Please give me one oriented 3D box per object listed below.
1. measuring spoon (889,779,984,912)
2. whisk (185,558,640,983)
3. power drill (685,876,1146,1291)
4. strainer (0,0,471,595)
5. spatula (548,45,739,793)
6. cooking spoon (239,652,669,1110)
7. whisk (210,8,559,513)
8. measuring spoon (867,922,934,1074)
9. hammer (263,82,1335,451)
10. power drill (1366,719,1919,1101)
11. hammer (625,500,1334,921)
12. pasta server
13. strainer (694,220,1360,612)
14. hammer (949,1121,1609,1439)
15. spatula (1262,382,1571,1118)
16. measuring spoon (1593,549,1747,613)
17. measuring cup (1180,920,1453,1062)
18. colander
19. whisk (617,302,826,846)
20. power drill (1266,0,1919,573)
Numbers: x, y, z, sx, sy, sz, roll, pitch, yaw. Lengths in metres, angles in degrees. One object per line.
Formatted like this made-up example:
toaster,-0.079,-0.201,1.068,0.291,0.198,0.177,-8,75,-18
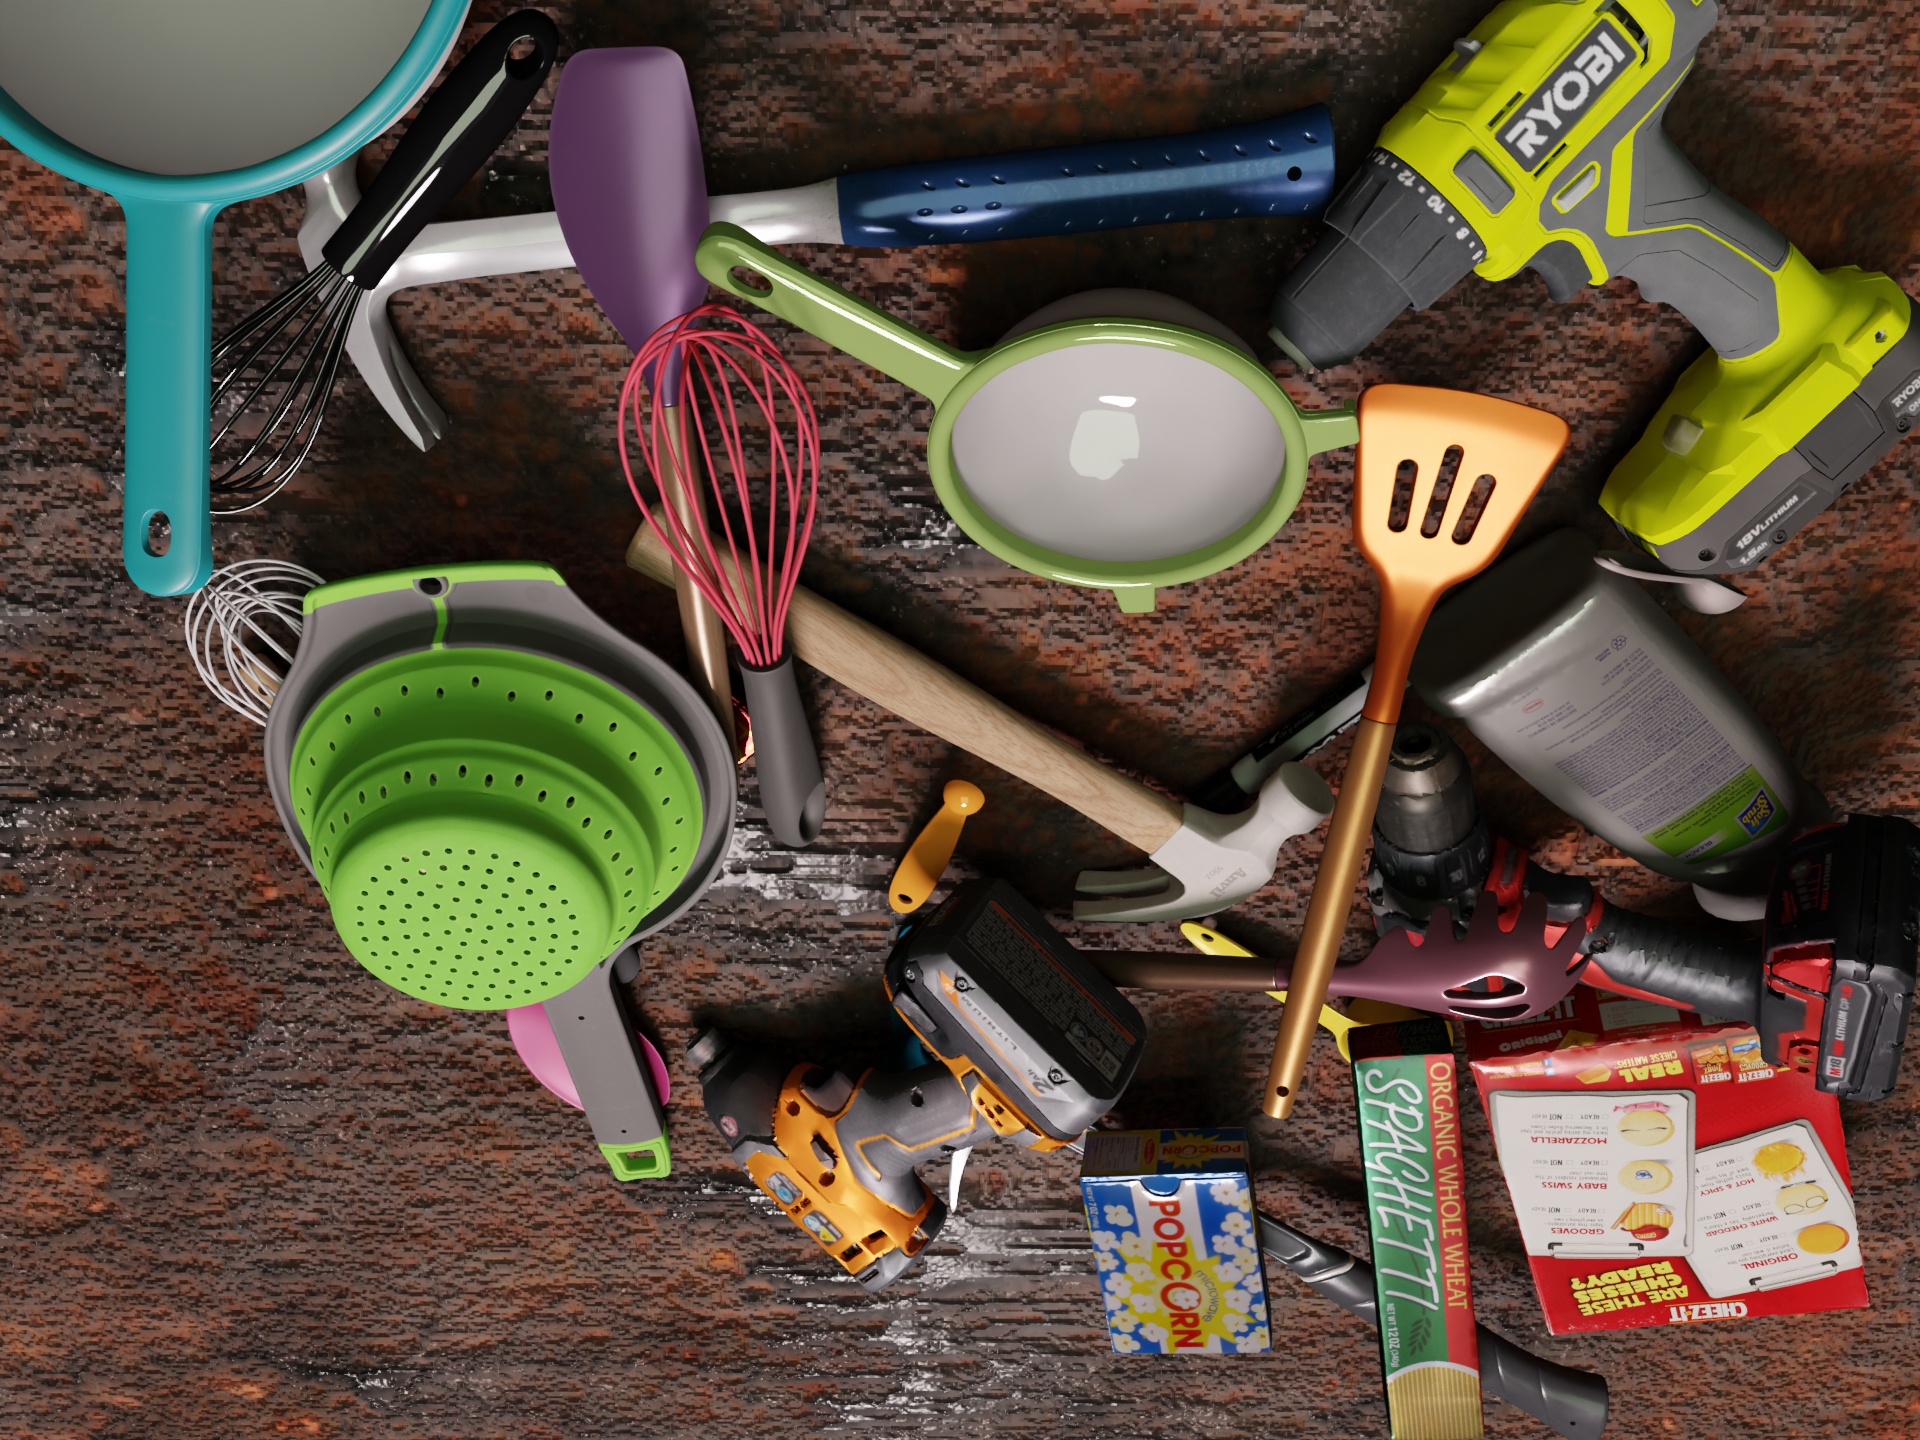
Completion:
measuring spoon,-0.015,0.065,0.766,0.021,0.011,0.116,26,139,-3
whisk,-0.246,0.035,0.747,0.070,0.070,0.284,-30,120,15
power drill,-0.035,0.176,0.790,0.164,0.084,0.226,44,125,0
strainer,-0.251,-0.215,0.554,0.211,0.095,0.340,7,100,6
spatula,-0.118,-0.106,0.652,0.060,0.018,0.315,-1,120,5
cooking spoon,-0.249,0.093,0.800,0.069,0.017,0.318,-25,117,16
whisk,-0.228,-0.170,0.601,0.055,0.055,0.239,39,106,-20
measuring spoon,-0.028,0.163,0.836,0.042,0.021,0.128,3,120,-2
hammer,-0.058,-0.196,0.633,0.405,0.035,0.144,-5,118,2
power drill,0.292,0.078,0.705,0.227,0.080,0.187,6,141,29
hammer,-0.001,-0.002,0.731,0.331,0.031,0.130,29,130,-11
pasta server,0.126,0.113,0.745,0.316,0.040,0.060,-3,128,31
strainer,0.019,-0.144,0.630,0.256,0.069,0.151,24,143,-20
hammer,0.180,0.293,0.870,0.409,0.036,0.149,30,117,-6
spatula,0.168,0.024,0.661,0.081,0.041,0.322,13,105,8
measuring spoon,0.299,-0.058,0.680,0.124,0.034,0.018,1,123,-43
measuring cup,0.185,0.137,0.823,0.156,0.029,0.062,32,145,-2
colander,-0.191,0.117,0.724,0.204,0.095,0.396,-6,129,1
whisk,-0.083,-0.042,0.656,0.073,0.073,0.295,-3,138,1
power drill,0.251,-0.164,0.624,0.228,0.080,0.190,38,106,-18
